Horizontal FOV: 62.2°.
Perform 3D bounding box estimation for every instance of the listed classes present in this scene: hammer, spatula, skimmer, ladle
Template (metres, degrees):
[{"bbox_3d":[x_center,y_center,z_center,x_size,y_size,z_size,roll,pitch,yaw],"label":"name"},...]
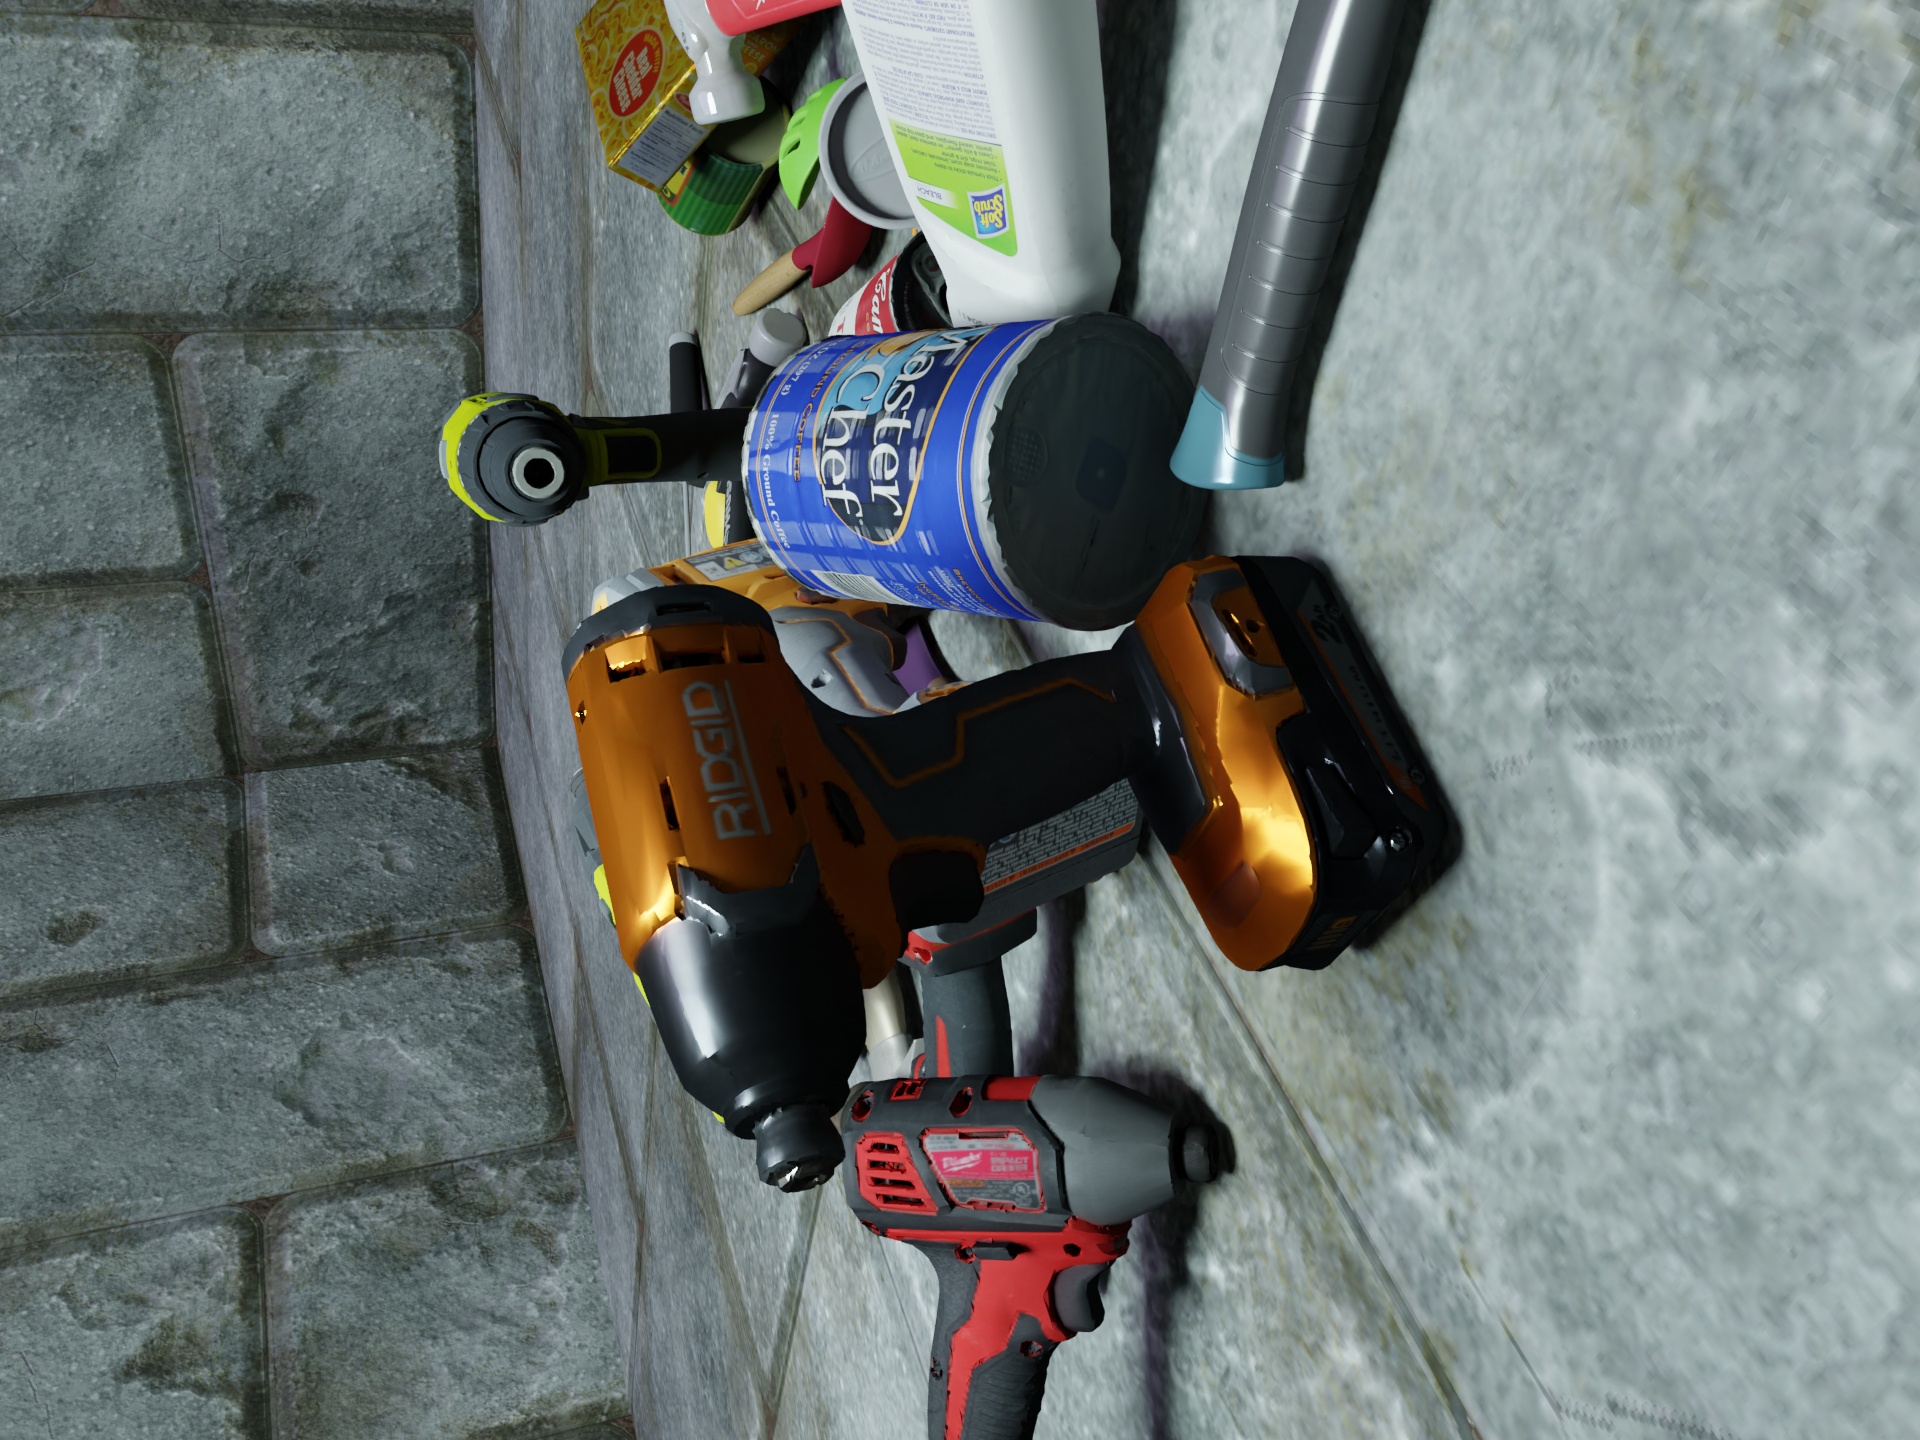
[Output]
[{"bbox_3d":[-0.043,-0.336,0.658,0.387,0.038,0.143,25,132,55],"label":"hammer"},{"bbox_3d":[-0.001,-0.002,0.772,0.316,0.018,0.059,-131,43,-58],"label":"spatula"},{"bbox_3d":[-0.231,-0.130,1.173,0.127,0.090,0.364,125,143,-64],"label":"skimmer"},{"bbox_3d":[-0.079,0.044,0.967,0.146,0.038,0.411,117,142,-53],"label":"hammer"},{"bbox_3d":[-0.133,-0.075,0.940,0.146,0.035,0.335,131,145,-50],"label":"hammer"},{"bbox_3d":[0.106,-0.203,0.412,0.128,0.033,0.330,-120,31,-45],"label":"hammer"},{"bbox_3d":[-0.100,-0.268,0.940,0.069,0.031,0.315,-70,20,-2],"label":"ladle"}]

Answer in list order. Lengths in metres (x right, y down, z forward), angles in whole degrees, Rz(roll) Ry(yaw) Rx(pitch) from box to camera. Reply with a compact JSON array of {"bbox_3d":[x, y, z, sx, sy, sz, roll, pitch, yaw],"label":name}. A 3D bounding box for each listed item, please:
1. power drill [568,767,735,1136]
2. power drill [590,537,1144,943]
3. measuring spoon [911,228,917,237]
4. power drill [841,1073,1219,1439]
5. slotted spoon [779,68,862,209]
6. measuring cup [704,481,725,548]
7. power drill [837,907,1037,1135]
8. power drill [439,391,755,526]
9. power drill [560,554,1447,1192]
[{"bbox_3d":[-0.140,0.127,0.853,0.171,0.080,0.223,50,164,25],"label":"power drill"},{"bbox_3d":[-0.019,-0.018,0.657,0.226,0.185,0.084,35,131,39],"label":"power drill"},{"bbox_3d":[-0.028,-0.212,0.776,0.021,0.011,0.117,-100,13,-74],"label":"measuring spoon"},{"bbox_3d":[0.036,0.244,0.605,0.078,0.143,0.219,-6,-90,-70],"label":"power drill"},{"bbox_3d":[-0.030,-0.310,0.740,0.314,0.031,0.070,-2,66,66],"label":"slotted spoon"},{"bbox_3d":[-0.158,-0.105,1.133,0.062,0.029,0.157,121,140,-58],"label":"measuring cup"},{"bbox_3d":[-0.019,0.142,0.734,0.188,0.080,0.226,17,122,58],"label":"power drill"},{"bbox_3d":[-0.144,-0.136,0.809,0.191,0.228,0.080,-151,57,-65],"label":"power drill"},{"bbox_3d":[0.015,0.034,0.446,0.084,0.226,0.164,113,144,-53],"label":"power drill"}]
